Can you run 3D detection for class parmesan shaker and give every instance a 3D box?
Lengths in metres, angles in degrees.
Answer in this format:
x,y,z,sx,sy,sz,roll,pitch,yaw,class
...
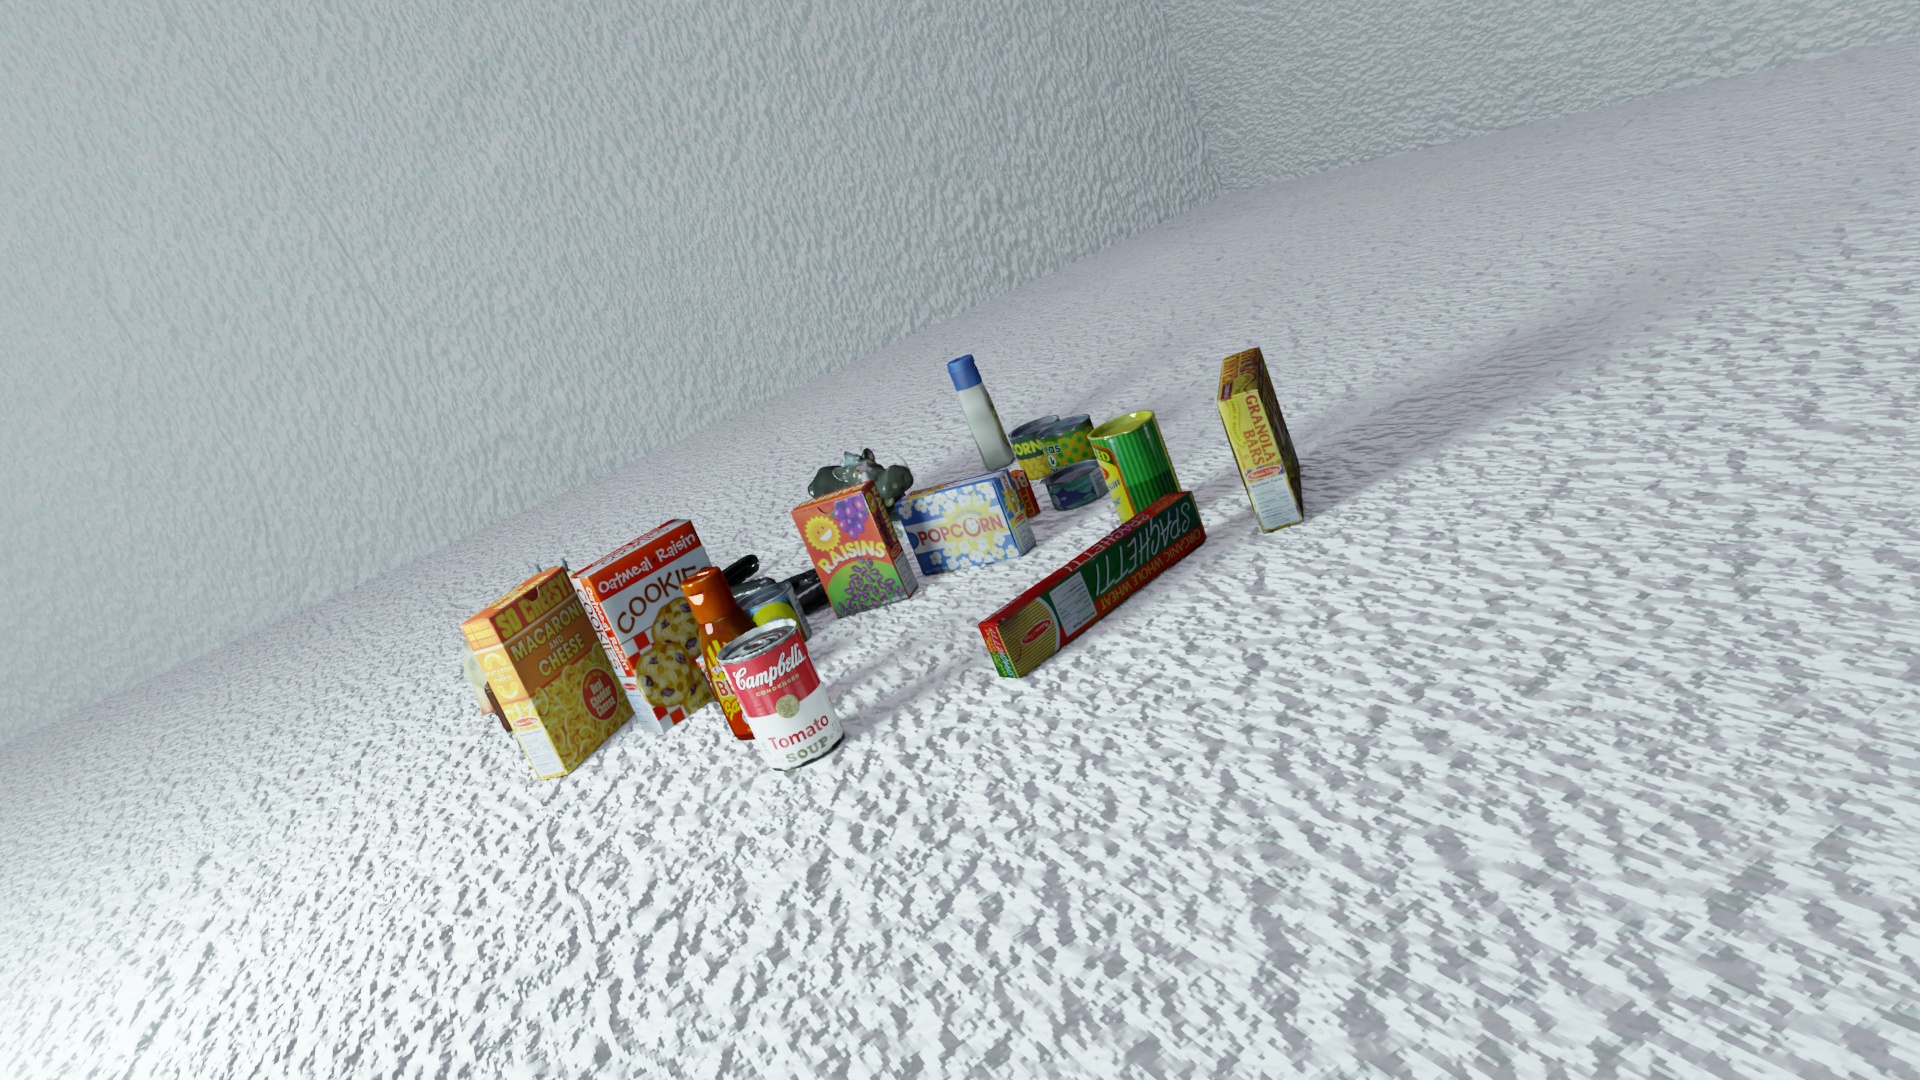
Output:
x,y,z,sx,sy,sz,roll,pitch,yaw,class
0.169,-0.063,1.308,0.071,0.103,0.071,-21,14,6,parmesan shaker

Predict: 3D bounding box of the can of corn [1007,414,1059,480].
x,y,z,sx,sy,sz,roll,pitch,yaw,class
0.096,-0.111,1.674,0.071,0.058,0.071,-21,14,6,can of corn

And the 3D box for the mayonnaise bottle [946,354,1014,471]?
x,y,z,sx,sy,sz,roll,pitch,yaw,class
0.026,-0.166,1.795,0.041,0.147,0.065,-20,14,9,mayonnaise bottle

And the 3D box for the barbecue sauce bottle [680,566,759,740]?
x,y,z,sx,sy,sz,roll,pitch,yaw,class
-0.190,0.095,1.176,0.065,0.148,0.044,-16,15,23,barbecue sauce bottle

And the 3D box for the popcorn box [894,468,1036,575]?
x,y,z,sx,sy,sz,roll,pitch,yaw,class
0.005,-0.018,1.421,0.126,0.085,0.038,-12,17,34,popcorn box

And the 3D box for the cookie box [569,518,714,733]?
x,y,z,sx,sy,sz,roll,pitch,yaw,class
-0.280,0.080,1.323,0.040,0.167,0.123,-6,21,48,cookie box

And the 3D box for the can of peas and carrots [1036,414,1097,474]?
x,y,z,sx,sy,sz,roll,pitch,yaw,class
0.127,-0.107,1.614,0.071,0.058,0.071,-21,14,6,can of peas and carrots

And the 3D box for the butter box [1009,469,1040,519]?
x,y,z,sx,sy,sz,roll,pitch,yaw,class
0.032,-0.032,1.497,0.104,0.053,0.024,-28,15,-20,butter box

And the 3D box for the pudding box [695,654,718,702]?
x,y,z,sx,sy,sz,roll,pitch,yaw,class
-0.201,0.119,1.301,0.083,0.049,0.030,-13,17,31,pudding box

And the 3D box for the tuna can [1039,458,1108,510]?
x,y,z,sx,sy,sz,roll,pitch,yaw,class
0.124,-0.060,1.502,0.071,0.032,0.071,-21,15,6,tuna can

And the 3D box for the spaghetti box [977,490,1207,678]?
x,y,z,sx,sy,sz,roll,pitch,yaw,class
0.116,0.032,1.152,0.251,0.050,0.028,-32,17,-35,spaghetti box

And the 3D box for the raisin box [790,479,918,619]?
x,y,z,sx,sy,sz,roll,pitch,yaw,class
-0.107,0.010,1.410,0.086,0.123,0.040,-16,15,22,raisin box

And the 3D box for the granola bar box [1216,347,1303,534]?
x,y,z,sx,sy,sz,roll,pitch,yaw,class
0.266,-0.092,1.233,0.039,0.124,0.166,-18,15,18,granola bar box

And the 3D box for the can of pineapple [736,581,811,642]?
x,y,z,sx,sy,sz,roll,pitch,yaw,class
-0.192,0.082,1.405,0.071,0.057,0.071,-21,14,6,can of pineapple

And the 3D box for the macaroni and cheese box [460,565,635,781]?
x,y,z,sx,sy,sz,roll,pitch,yaw,class
-0.388,0.124,1.323,0.040,0.166,0.124,-16,16,24,macaroni and cheese box
